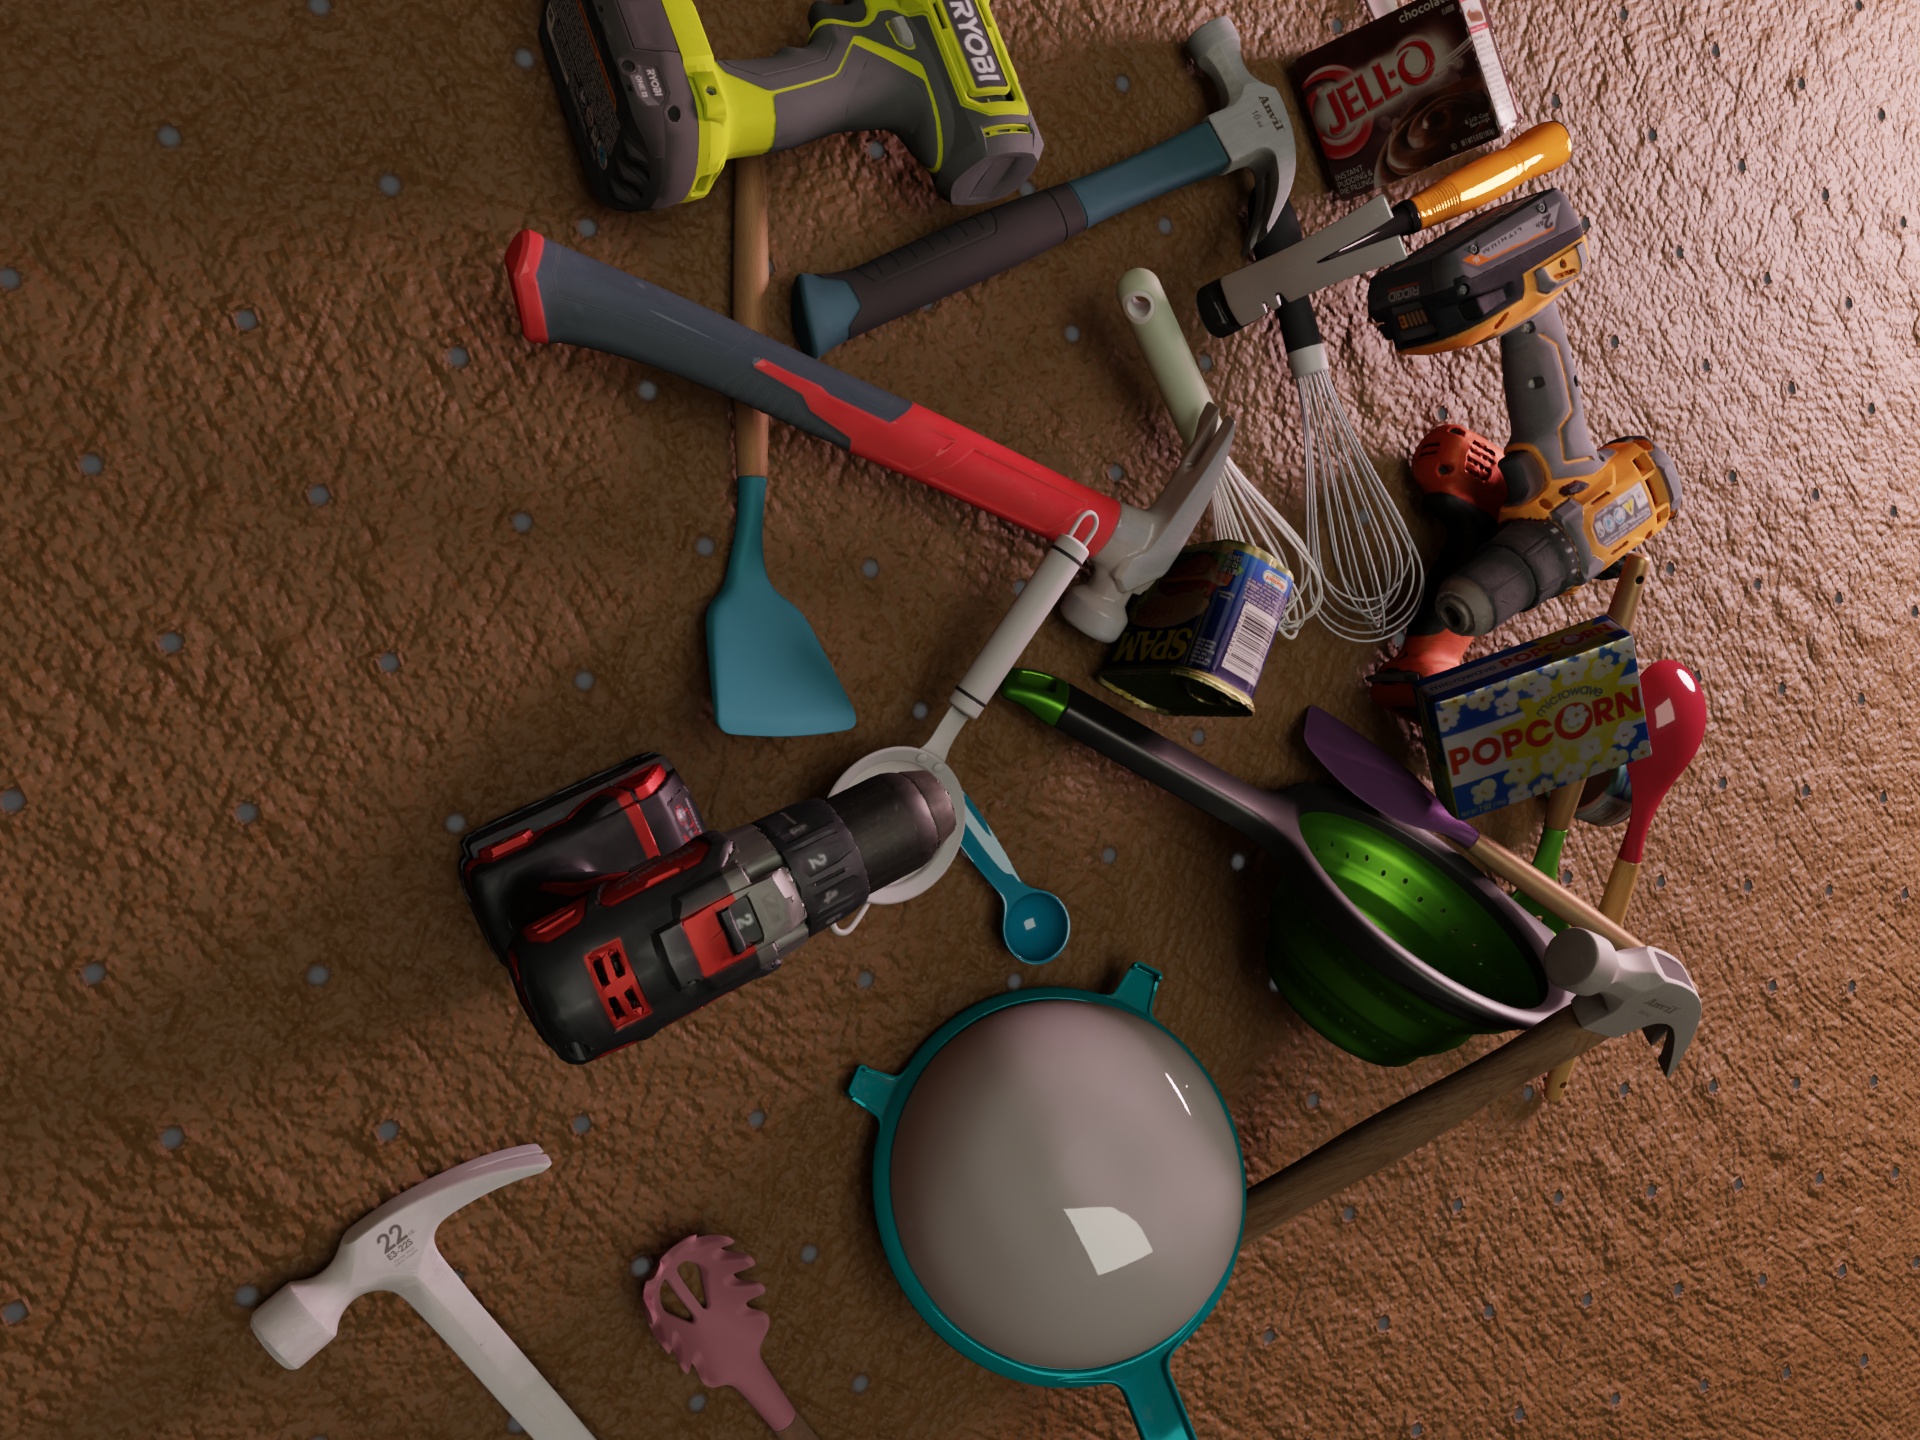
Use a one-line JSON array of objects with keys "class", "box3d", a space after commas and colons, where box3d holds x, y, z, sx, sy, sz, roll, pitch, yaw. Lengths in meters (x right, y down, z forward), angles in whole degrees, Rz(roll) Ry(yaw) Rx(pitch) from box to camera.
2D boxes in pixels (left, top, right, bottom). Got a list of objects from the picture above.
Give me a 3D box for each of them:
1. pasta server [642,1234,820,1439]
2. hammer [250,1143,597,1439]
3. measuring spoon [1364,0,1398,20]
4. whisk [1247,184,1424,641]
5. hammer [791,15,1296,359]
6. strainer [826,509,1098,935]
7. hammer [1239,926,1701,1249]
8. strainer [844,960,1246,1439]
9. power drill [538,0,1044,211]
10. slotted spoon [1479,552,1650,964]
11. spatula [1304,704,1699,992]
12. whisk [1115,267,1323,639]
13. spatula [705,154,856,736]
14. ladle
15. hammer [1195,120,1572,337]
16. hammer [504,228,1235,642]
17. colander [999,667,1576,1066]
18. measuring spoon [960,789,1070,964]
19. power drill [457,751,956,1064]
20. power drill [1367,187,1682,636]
[{"class": "pasta server", "box3d": [-0.076, 0.394, 0.848, 0.060, 0.040, 0.316, -41, 110, -31]}, {"class": "hammer", "box3d": [-0.166, 0.392, 0.804, 0.144, 0.035, 0.405, -39, 108, -19]}, {"class": "measuring spoon", "box3d": [0.272, -0.423, 1.002, 0.034, 0.018, 0.124, -29, 97, -21]}, {"class": "whisk", "box3d": [0.217, -0.185, 0.962, 0.070, 0.070, 0.284, -18, 95, -25]}, {"class": "hammer", "box3d": [0.050, -0.279, 0.877, 0.331, 0.033, 0.128, -29, 89, -20]}, {"class": "strainer", "box3d": [-0.001, -0.003, 0.843, 0.086, 0.050, 0.258, 34, 91, -32]}, {"class": "hammer", "box3d": [0.258, 0.218, 0.878, 0.130, 0.331, 0.031, 20, 43, -30]}, {"class": "strainer", "box3d": [0.087, 0.293, 0.816, 0.211, 0.095, 0.341, -17, 72, -18]}, {"class": "power drill", "box3d": [-0.083, -0.335, 0.786, 0.223, 0.080, 0.171, -16, 81, -28]}, {"class": "slotted spoon", "box3d": [0.390, 0.044, 1.017, 0.070, 0.031, 0.313, 3, 112, -14]}, {"class": "spatula", "box3d": [0.341, 0.090, 1.001, 0.316, 0.018, 0.060, 33, 40, -9]}, {"class": "whisk", "box3d": [0.148, -0.149, 0.915, 0.246, 0.058, 0.059, 60, 31, -26]}, {"class": "spatula", "box3d": [-0.099, -0.151, 0.810, 0.082, 0.044, 0.317, -2, 91, -37]}, {"class": "ladle", "box3d": [0.429, 0.114, 1.043, 0.069, 0.031, 0.315, 0, 111, -24]}, {"class": "hammer", "box3d": [0.280, -0.305, 0.934, 0.337, 0.127, 0.034, -34, 102, -37]}, {"class": "hammer", "box3d": [-0.034, -0.160, 0.792, 0.386, 0.038, 0.143, 20, 111, -32]}, {"class": "colander", "box3d": [0.179, 0.097, 0.930, 0.397, 0.205, 0.094, 29, 114, -9]}, {"class": "measuring spoon", "box3d": [0.015, 0.081, 0.895, 0.042, 0.021, 0.128, -37, 98, -21]}, {"class": "power drill", "box3d": [-0.121, 0.067, 0.706, 0.188, 0.227, 0.080, -26, 103, -23]}, {"class": "power drill", "box3d": [0.325, -0.176, 0.949, 0.185, 0.084, 0.226, -33, 106, -21]}]
